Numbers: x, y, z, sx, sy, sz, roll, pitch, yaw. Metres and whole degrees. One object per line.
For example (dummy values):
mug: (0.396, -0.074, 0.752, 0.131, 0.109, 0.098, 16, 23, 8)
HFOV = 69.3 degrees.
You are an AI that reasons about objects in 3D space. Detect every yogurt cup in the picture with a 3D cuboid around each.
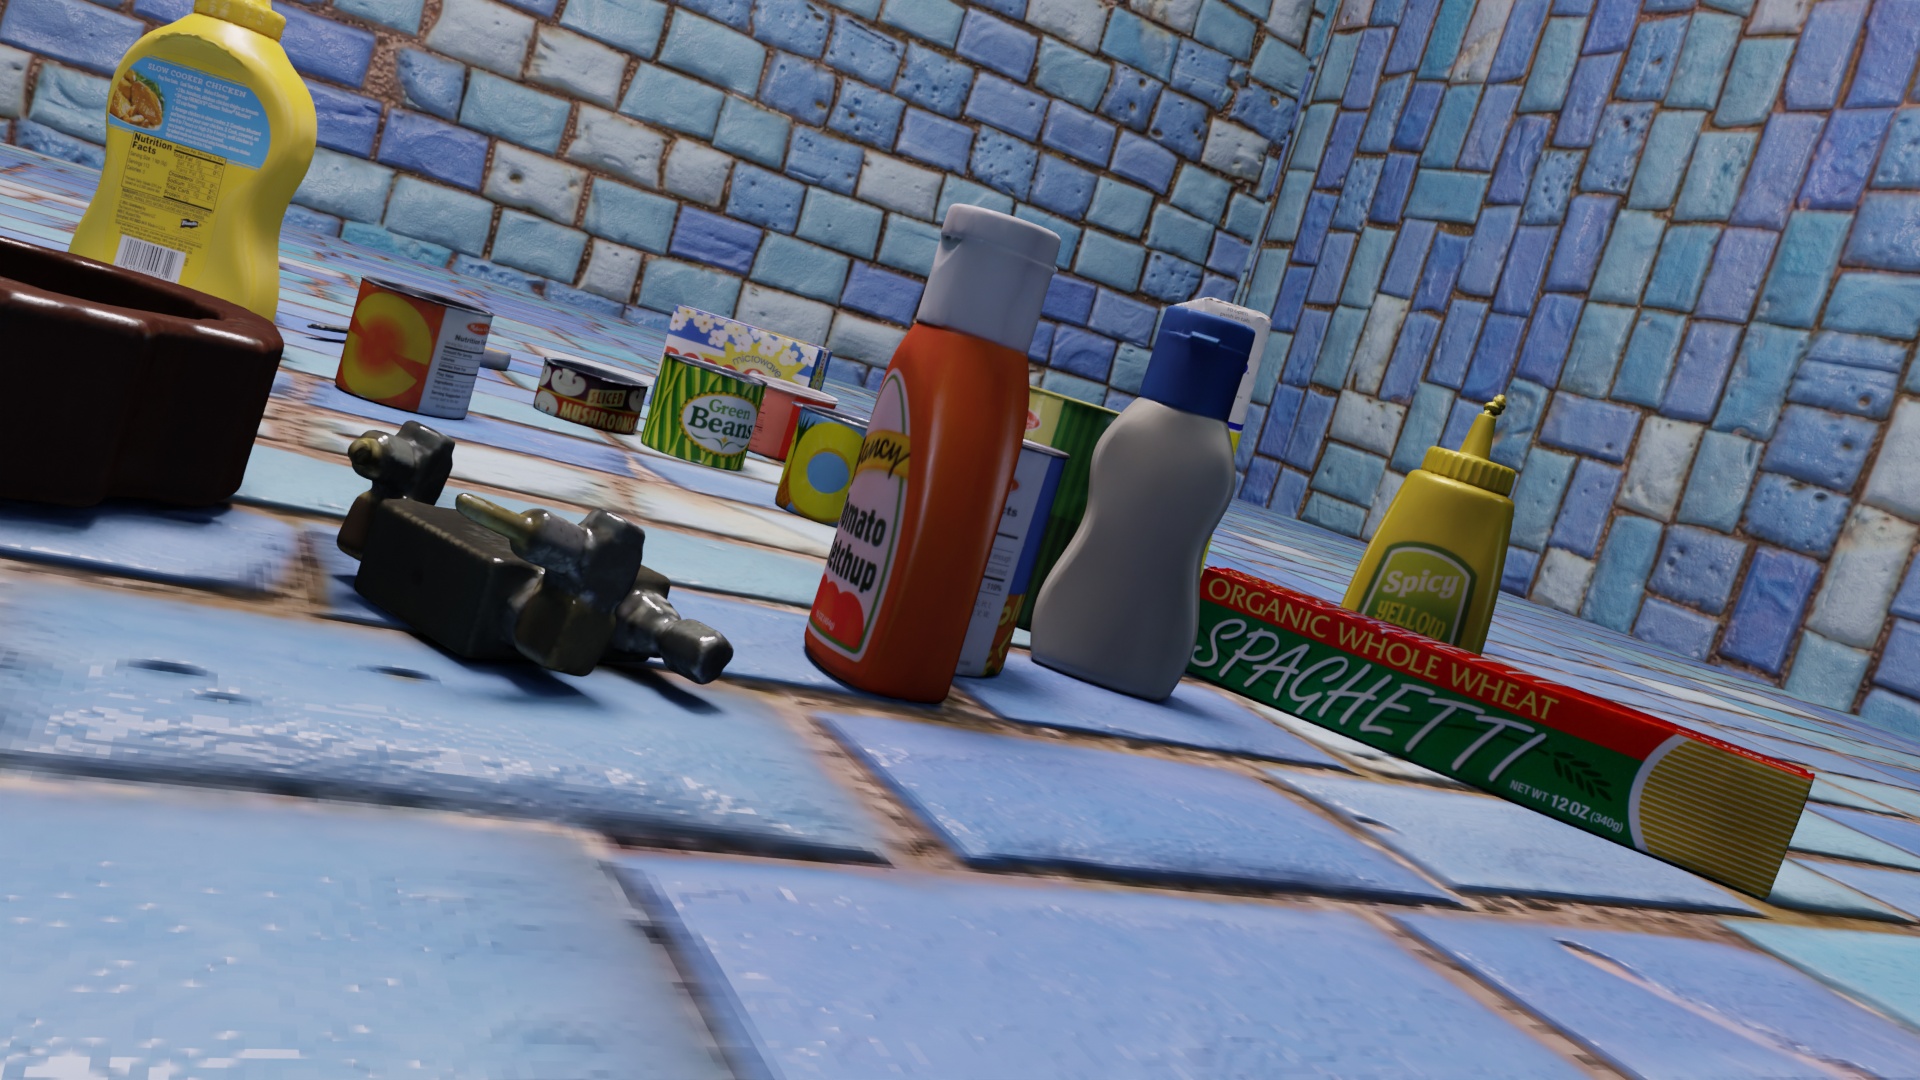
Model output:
yogurt cup: (-0.129, -0.087, 1.014, 0.072, 0.054, 0.072, 17, 7, -2)

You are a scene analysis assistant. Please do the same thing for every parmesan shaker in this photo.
parmesan shaker: (0.046, -0.013, 0.637, 0.071, 0.103, 0.071, 17, 6, -2)

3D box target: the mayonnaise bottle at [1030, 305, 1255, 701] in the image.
mayonnaise bottle: (0.076, -0.016, 0.543, 0.065, 0.148, 0.041, 18, 6, 7)

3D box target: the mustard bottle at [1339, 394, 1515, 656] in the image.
mustard bottle: (0.213, 0.009, 0.626, 0.065, 0.160, 0.049, 19, 7, 21)

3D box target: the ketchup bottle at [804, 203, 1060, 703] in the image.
ketchup bottle: (-0.007, -0.028, 0.434, 0.043, 0.148, 0.065, 14, 7, -27)

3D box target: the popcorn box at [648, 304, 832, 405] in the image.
popcorn box: (-0.177, -0.131, 1.113, 0.127, 0.085, 0.038, 18, 6, 8)

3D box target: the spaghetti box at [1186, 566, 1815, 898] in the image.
spaghetti box: (0.208, 0.072, 0.577, 0.250, 0.050, 0.029, 21, 7, 28)

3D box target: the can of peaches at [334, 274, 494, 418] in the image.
can of peaches: (-0.283, -0.100, 0.717, 0.071, 0.058, 0.071, 17, 7, -2)

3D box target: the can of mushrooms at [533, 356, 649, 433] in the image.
can of mushrooms: (-0.233, -0.091, 0.878, 0.071, 0.033, 0.071, 17, 7, -2)

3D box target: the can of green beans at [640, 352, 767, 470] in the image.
can of green beans: (-0.160, -0.080, 0.863, 0.071, 0.057, 0.071, 17, 7, -2)

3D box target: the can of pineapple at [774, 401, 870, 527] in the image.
can of pineapple: (-0.066, -0.040, 0.772, 0.071, 0.057, 0.071, 17, 6, -2)

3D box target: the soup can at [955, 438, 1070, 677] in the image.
soup can: (-0.004, -0.001, 0.502, 0.071, 0.083, 0.071, 17, 6, -2)
